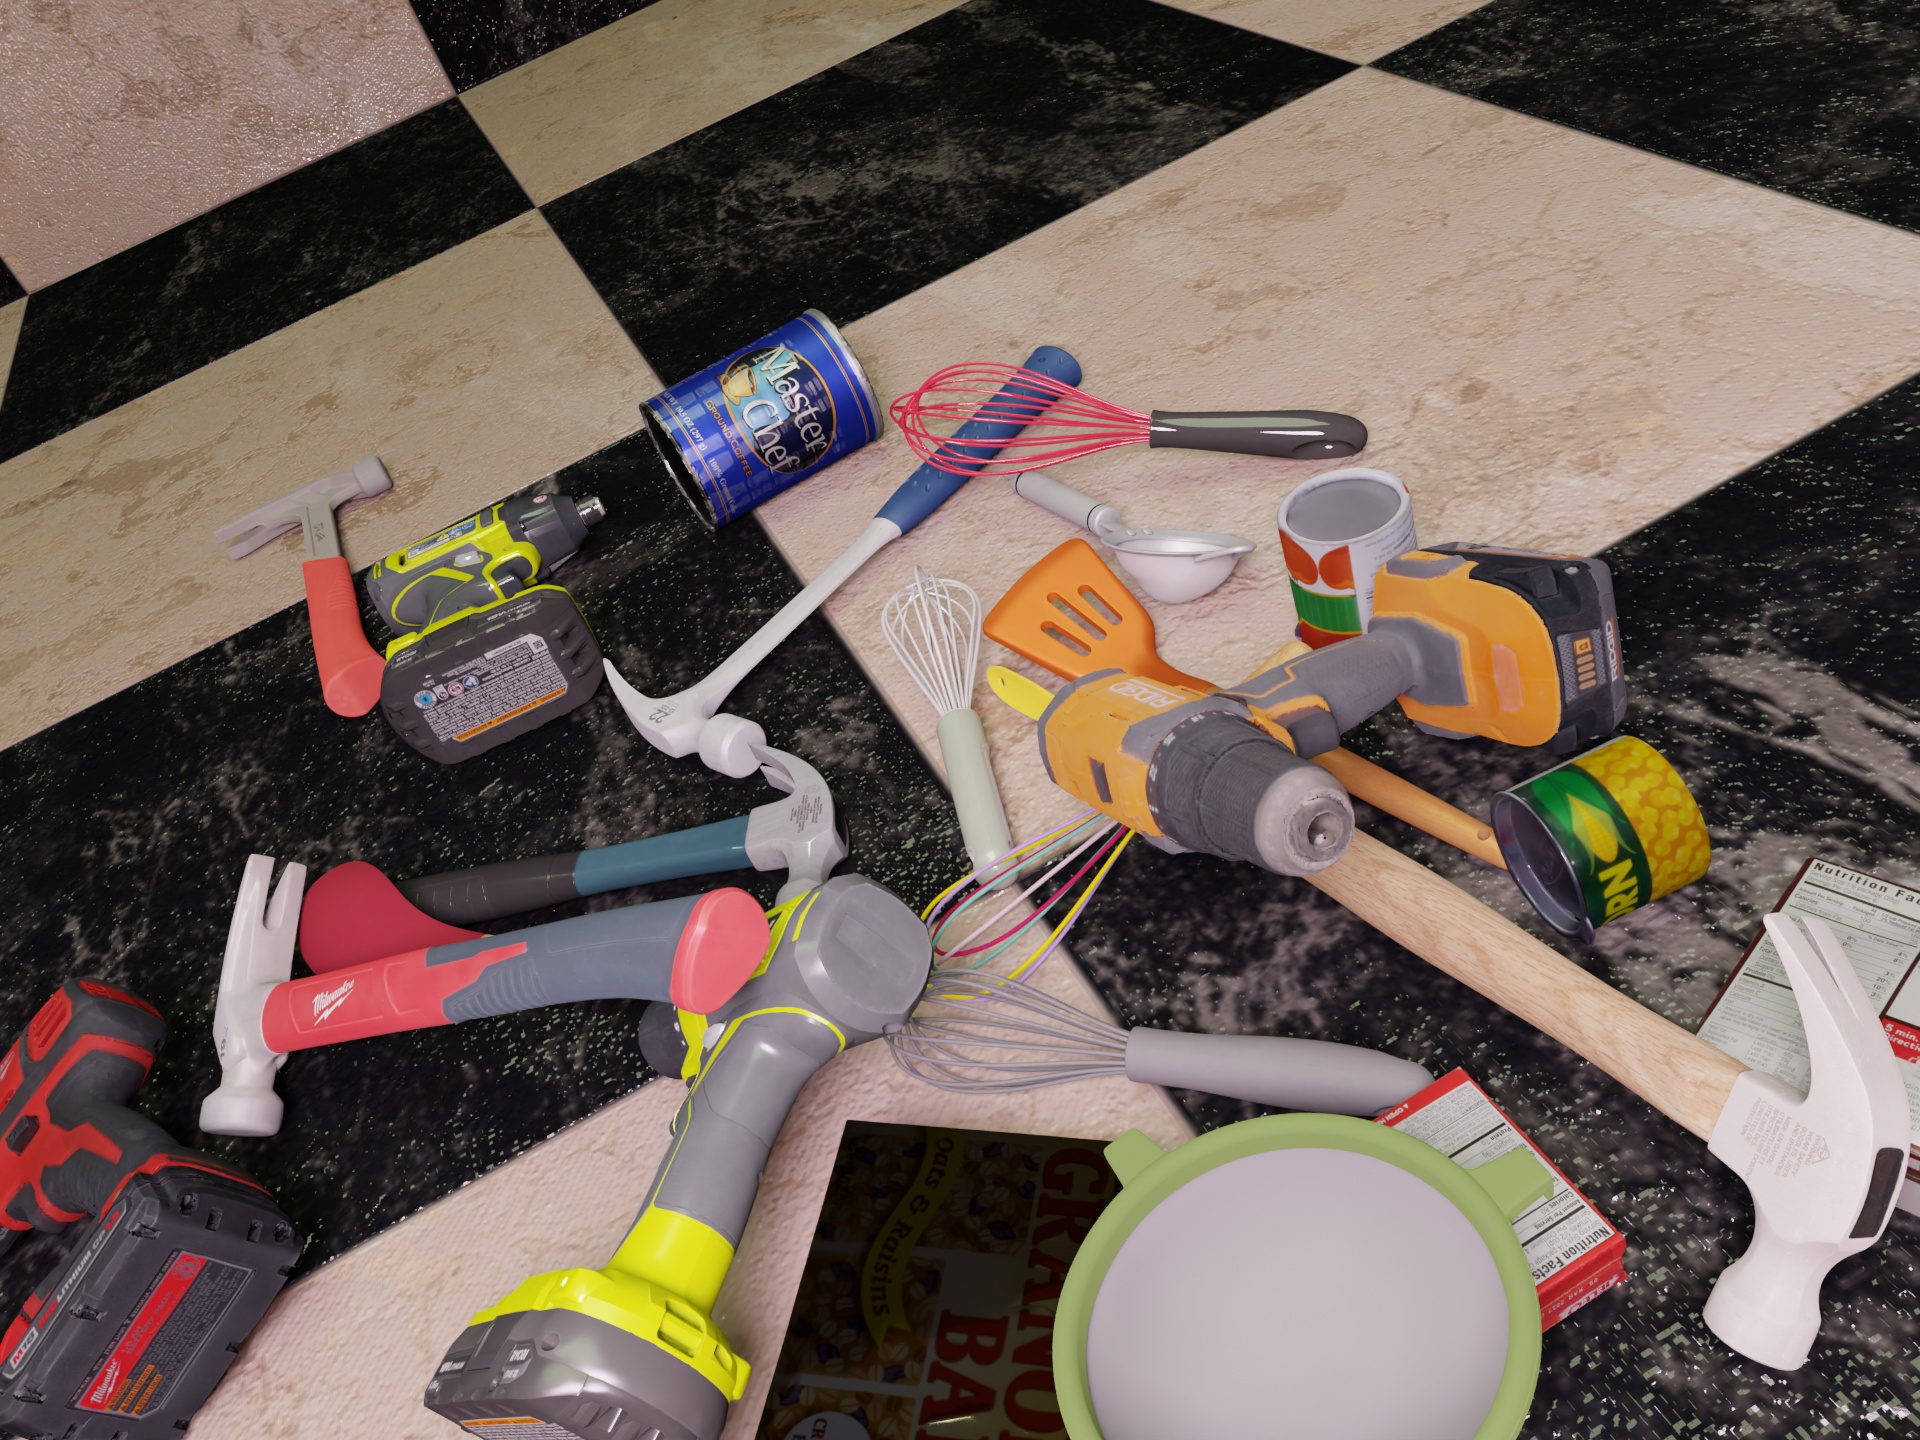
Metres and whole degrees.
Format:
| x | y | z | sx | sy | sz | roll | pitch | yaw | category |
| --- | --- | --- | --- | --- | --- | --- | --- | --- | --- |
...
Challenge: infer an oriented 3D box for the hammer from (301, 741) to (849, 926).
| x | y | z | sx | sy | sz | roll | pitch | yaw | category |
| --- | --- | --- | --- | --- | --- | --- | --- | --- | --- |
| -0.217 | 0.086 | 0.865 | 0.331 | 0.033 | 0.128 | -12 | 40 | 14 | hammer |

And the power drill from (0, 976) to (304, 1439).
| x | y | z | sx | sy | sz | roll | pitch | yaw | category |
| --- | --- | --- | --- | --- | --- | --- | --- | --- | --- |
| -0.417 | 0.241 | 0.733 | 0.227 | 0.080 | 0.188 | 24 | 77 | 43 | power drill |

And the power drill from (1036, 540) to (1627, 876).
| x | y | z | sx | sy | sz | roll | pitch | yaw | category |
| --- | --- | --- | --- | --- | --- | --- | --- | --- | --- |
| 0.165 | -0.004 | 0.657 | 0.226 | 0.084 | 0.185 | -19 | 16 | -16 | power drill |

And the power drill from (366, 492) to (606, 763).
| x | y | z | sx | sy | sz | roll | pitch | yaw | category |
| --- | --- | --- | --- | --- | --- | --- | --- | --- | --- |
| -0.314 | -0.078 | 1.075 | 0.171 | 0.080 | 0.223 | -25 | 35 | -3 | power drill |

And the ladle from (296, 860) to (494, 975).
| x | y | z | sx | sy | sz | roll | pitch | yaw | category |
| --- | --- | --- | --- | --- | --- | --- | --- | --- | --- |
| -0.221 | 0.122 | 0.809 | 0.315 | 0.031 | 0.069 | 6 | 85 | 22 | ladle |

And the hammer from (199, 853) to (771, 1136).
| x | y | z | sx | sy | sz | roll | pitch | yaw | category |
| --- | --- | --- | --- | --- | --- | --- | --- | --- | --- |
| -0.228 | 0.103 | 0.712 | 0.386 | 0.038 | 0.143 | -16 | 64 | 38 | hammer |

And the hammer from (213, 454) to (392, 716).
| x | y | z | sx | sy | sz | roll | pitch | yaw | category |
| --- | --- | --- | --- | --- | --- | --- | --- | --- | --- |
| -0.493 | -0.100 | 1.220 | 0.149 | 0.036 | 0.359 | -29 | 38 | -7 | hammer |

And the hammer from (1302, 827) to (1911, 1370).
| x | y | z | sx | sy | sz | roll | pitch | yaw | category |
| --- | --- | --- | --- | --- | --- | --- | --- | --- | --- |
| 0.205 | 0.087 | 0.617 | 0.031 | 0.130 | 0.332 | 10 | 15 | -31 | hammer |

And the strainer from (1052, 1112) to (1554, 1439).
| x | y | z | sx | sy | sz | roll | pitch | yaw | category |
| --- | --- | --- | --- | --- | --- | --- | --- | --- | --- |
| 0.095 | 0.241 | 0.471 | 0.151 | 0.069 | 0.256 | -5 | 41 | 28 | strainer |

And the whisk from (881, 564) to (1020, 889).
| x | y | z | sx | sy | sz | roll | pitch | yaw | category |
| --- | --- | --- | --- | --- | --- | --- | --- | --- | --- |
| -0.001 | -0.003 | 0.855 | 0.059 | 0.057 | 0.247 | -14 | 43 | -1 | whisk |

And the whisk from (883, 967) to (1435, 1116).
| x | y | z | sx | sy | sz | roll | pitch | yaw | category |
| --- | --- | --- | --- | --- | --- | --- | --- | --- | --- |
| 0.072 | 0.135 | 0.655 | 0.239 | 0.055 | 0.055 | 2 | 44 | 24 | whisk |

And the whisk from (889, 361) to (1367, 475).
| x | y | z | sx | sy | sz | roll | pitch | yaw | category |
| --- | --- | --- | --- | --- | --- | --- | --- | --- | --- |
| 0.099 | -0.180 | 0.978 | 0.296 | 0.073 | 0.073 | 5 | 44 | 13 | whisk |

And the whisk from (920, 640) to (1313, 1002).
| x | y | z | sx | sy | sz | roll | pitch | yaw | category |
| --- | --- | --- | --- | --- | --- | --- | --- | --- | --- |
| 0.074 | 0.041 | 0.745 | 0.245 | 0.051 | 0.047 | -40 | 38 | -11 | whisk |

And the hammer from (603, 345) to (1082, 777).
| x | y | z | sx | sy | sz | roll | pitch | yaw | category |
| --- | --- | --- | --- | --- | --- | --- | --- | --- | --- |
| -0.059 | -0.120 | 1.028 | 0.144 | 0.035 | 0.405 | 18 | 53 | 40 | hammer |

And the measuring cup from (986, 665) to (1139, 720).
| x | y | z | sx | sy | sz | roll | pitch | yaw | category |
| --- | --- | --- | --- | --- | --- | --- | --- | --- | --- |
| 0.061 | -0.008 | 0.834 | 0.029 | 0.062 | 0.157 | -18 | 23 | -23 | measuring cup |

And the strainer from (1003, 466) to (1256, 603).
| x | y | z | sx | sy | sz | roll | pitch | yaw | category |
| --- | --- | --- | --- | --- | --- | --- | --- | --- | --- |
| 0.091 | -0.115 | 0.945 | 0.087 | 0.050 | 0.259 | -6 | 24 | -26 | strainer |

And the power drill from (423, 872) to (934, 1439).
| x | y | z | sx | sy | sz | roll | pitch | yaw | category |
| --- | --- | --- | --- | --- | --- | --- | --- | --- | --- |
| -0.114 | 0.179 | 0.638 | 0.190 | 0.080 | 0.229 | -31 | 26 | 48 | power drill |

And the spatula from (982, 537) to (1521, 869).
| x | y | z | sx | sy | sz | roll | pitch | yaw | category |
| --- | --- | --- | --- | --- | --- | --- | --- | --- | --- |
| 0.138 | -0.007 | 0.793 | 0.081 | 0.041 | 0.323 | -44 | 43 | -13 | spatula |
